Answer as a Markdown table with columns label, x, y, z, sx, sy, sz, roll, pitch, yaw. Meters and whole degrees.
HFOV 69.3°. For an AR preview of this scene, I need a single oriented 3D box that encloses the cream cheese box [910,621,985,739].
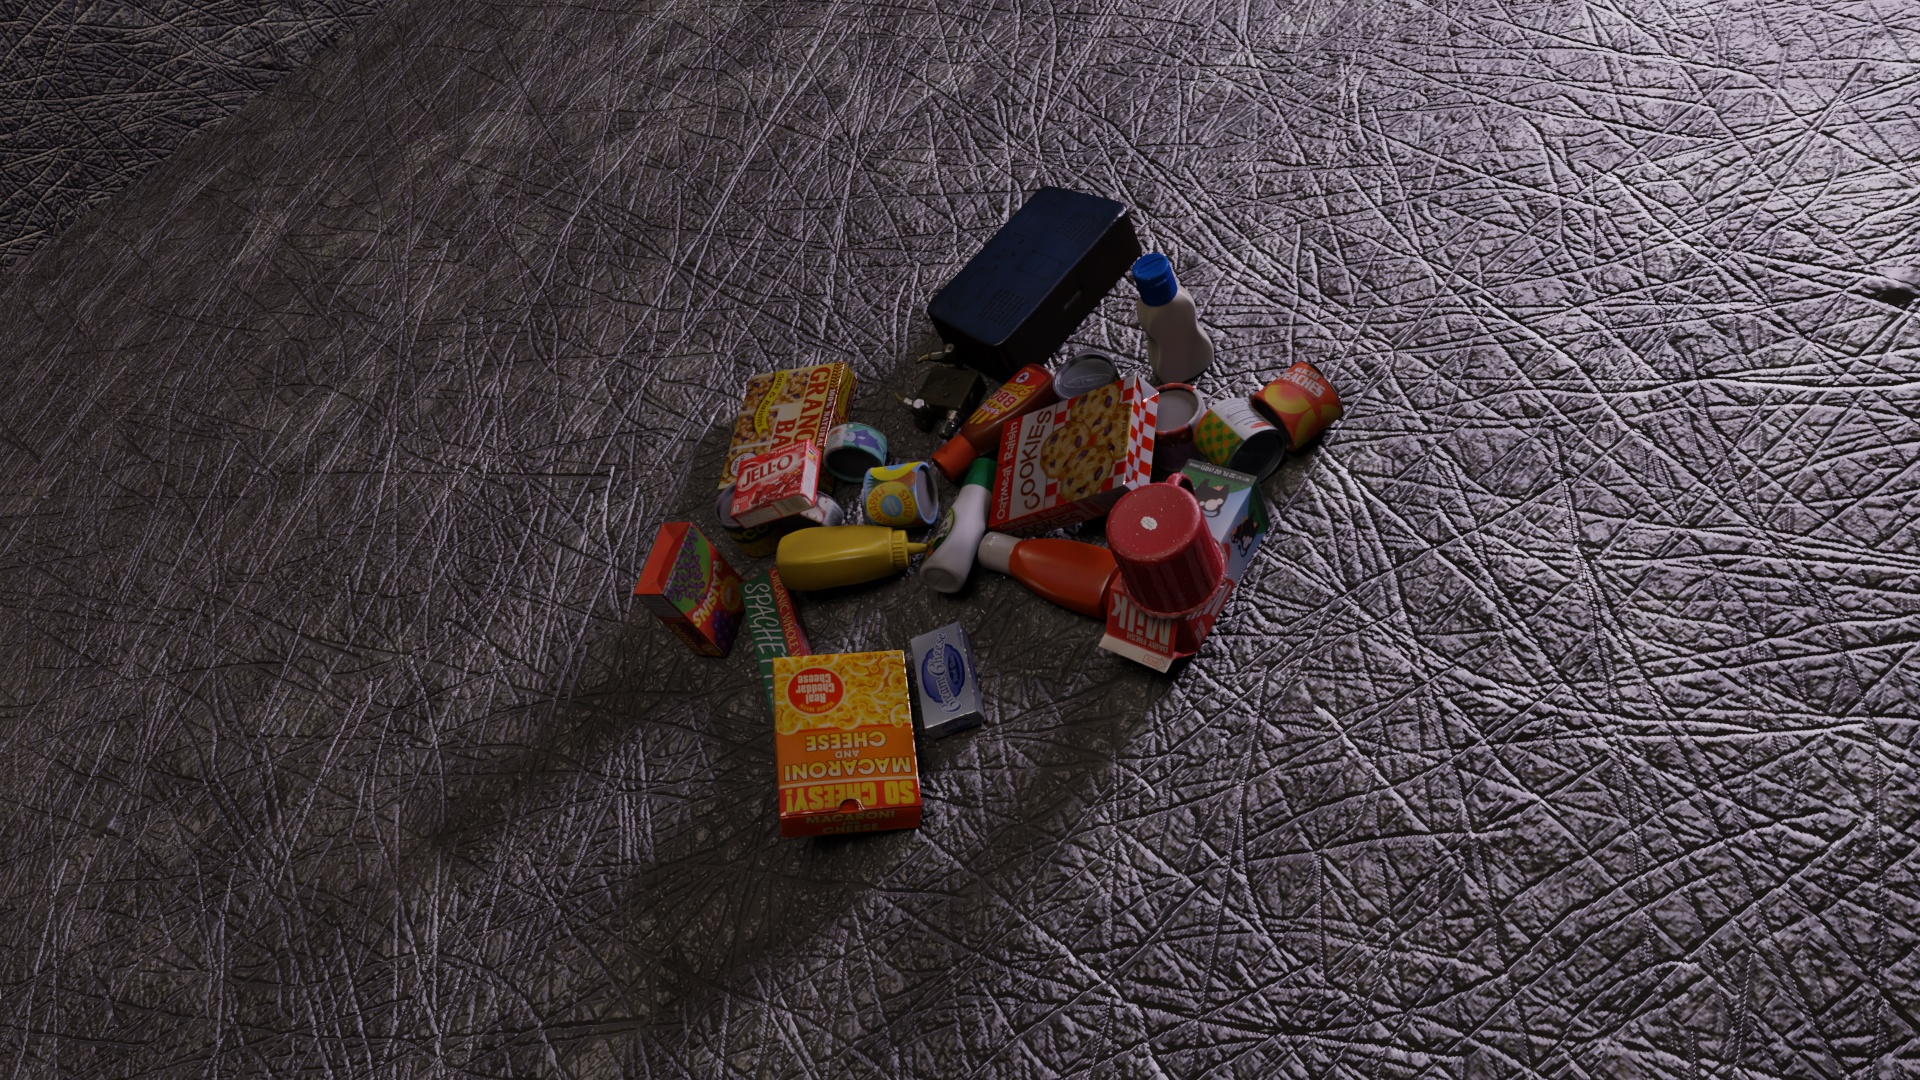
| label | x | y | z | sx | sy | sz | roll | pitch | yaw |
| --- | --- | --- | --- | --- | --- | --- | --- | --- | --- |
| cream cheese box | -0.013 | 0.129 | 1.284 | 0.053 | 0.024 | 0.104 | -21 | 49 | 10 |

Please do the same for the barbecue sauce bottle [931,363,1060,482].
| label | x | y | z | sx | sy | sz | roll | pitch | yaw |
| --- | --- | --- | --- | --- | --- | --- | --- | --- | --- |
| barbecue sauce bottle | 0.036 | -0.120 | 1.437 | 0.149 | 0.043 | 0.065 | -41 | 32 | -8 |

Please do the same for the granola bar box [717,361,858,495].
| label | x | y | z | sx | sy | sz | roll | pitch | yaw |
| --- | --- | --- | --- | --- | --- | --- | --- | --- | --- |
| granola bar box | -0.190 | -0.118 | 1.544 | 0.124 | 0.039 | 0.166 | -6 | 53 | 21 |

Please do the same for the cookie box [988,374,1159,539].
| label | x | y | z | sx | sy | sz | roll | pitch | yaw |
| --- | --- | --- | --- | --- | --- | --- | --- | --- | --- |
| cookie box | 0.106 | -0.077 | 1.332 | 0.167 | 0.040 | 0.123 | -17 | 53 | 40 |

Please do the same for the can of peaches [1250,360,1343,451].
| label | x | y | z | sx | sy | sz | roll | pitch | yaw |
| --- | --- | --- | --- | --- | --- | --- | --- | --- | --- |
| can of peaches | 0.314 | -0.126 | 1.299 | 0.058 | 0.071 | 0.071 | -36 | 48 | -3 |

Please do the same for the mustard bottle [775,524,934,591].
| label | x | y | z | sx | sy | sz | roll | pitch | yaw |
| --- | --- | --- | --- | --- | --- | --- | --- | --- | --- |
| mustard bottle | -0.102 | 0.015 | 1.389 | 0.160 | 0.048 | 0.066 | -5 | 36 | 7 |

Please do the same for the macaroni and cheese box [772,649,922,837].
| label | x | y | z | sx | sy | sz | roll | pitch | yaw |
| --- | --- | --- | --- | --- | --- | --- | --- | --- | --- |
| macaroni and cheese box | -0.105 | 0.179 | 1.248 | 0.124 | 0.040 | 0.167 | -3 | 50 | -8 |

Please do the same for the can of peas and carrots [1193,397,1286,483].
| label | x | y | z | sx | sy | sz | roll | pitch | yaw |
| --- | --- | --- | --- | --- | --- | --- | --- | --- | --- |
| can of peas and carrots | 0.260 | -0.089 | 1.300 | 0.071 | 0.070 | 0.059 | -35 | 48 | -3 |

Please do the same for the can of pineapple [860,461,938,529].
| label | x | y | z | sx | sy | sz | roll | pitch | yaw |
| --- | --- | --- | --- | --- | --- | --- | --- | --- | --- |
| can of pineapple | -0.061 | -0.044 | 1.409 | 0.058 | 0.070 | 0.071 | -7 | 53 | 20 |

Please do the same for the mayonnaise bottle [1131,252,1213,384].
| label | x | y | z | sx | sy | sz | roll | pitch | yaw |
| --- | --- | --- | --- | --- | --- | --- | --- | --- | --- |
| mayonnaise bottle | 0.205 | -0.219 | 1.367 | 0.065 | 0.147 | 0.041 | -29 | 48 | 2 |

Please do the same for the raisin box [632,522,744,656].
| label | x | y | z | sx | sy | sz | roll | pitch | yaw |
| --- | --- | --- | --- | --- | --- | --- | --- | --- | --- |
| raisin box | -0.266 | 0.050 | 1.395 | 0.040 | 0.123 | 0.086 | -2 | 54 | 26 |

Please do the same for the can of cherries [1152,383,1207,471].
| label | x | y | z | sx | sy | sz | roll | pitch | yaw |
| --- | --- | --- | --- | --- | --- | --- | --- | --- | --- |
| can of cherries | 0.206 | -0.109 | 1.343 | 0.071 | 0.058 | 0.072 | -12 | 51 | 16 |

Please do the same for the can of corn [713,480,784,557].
| label | x | y | z | sx | sy | sz | roll | pitch | yaw |
| --- | --- | --- | --- | --- | --- | --- | --- | --- | --- |
| can of corn | -0.217 | -0.023 | 1.471 | 0.071 | 0.058 | 0.071 | -12 | 51 | 16 |

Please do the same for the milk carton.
| label | x | y | z | sx | sy | sz | roll | pitch | yaw |
| --- | --- | --- | --- | --- | --- | --- | --- | --- | --- |
| milk carton | 0.197 | 0.028 | 1.232 | 0.072 | 0.073 | 0.191 | 20 | 65 | 34 |

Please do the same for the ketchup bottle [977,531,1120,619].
| label | x | y | z | sx | sy | sz | roll | pitch | yaw |
| --- | --- | --- | --- | --- | --- | --- | --- | --- | --- |
| ketchup bottle | 0.086 | 0.026 | 1.305 | 0.149 | 0.043 | 0.065 | 17 | 63 | 34 |

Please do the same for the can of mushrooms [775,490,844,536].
| label | x | y | z | sx | sy | sz | roll | pitch | yaw |
| --- | --- | --- | --- | --- | --- | --- | --- | --- | --- |
| can of mushrooms | -0.158 | -0.023 | 1.438 | 0.071 | 0.070 | 0.033 | 2 | 58 | 26 |

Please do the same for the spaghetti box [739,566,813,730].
| label | x | y | z | sx | sy | sz | roll | pitch | yaw |
| --- | --- | --- | --- | --- | --- | --- | --- | --- | --- |
| spaghetti box | -0.168 | 0.127 | 1.354 | 0.050 | 0.028 | 0.251 | -25 | 49 | 4 |

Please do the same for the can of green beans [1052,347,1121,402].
| label | x | y | z | sx | sy | sz | roll | pitch | yaw |
| --- | --- | --- | --- | --- | --- | --- | --- | --- | --- |
| can of green beans | 0.133 | -0.148 | 1.406 | 0.071 | 0.057 | 0.071 | -13 | 51 | 16 |

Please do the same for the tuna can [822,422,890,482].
| label | x | y | z | sx | sy | sz | roll | pitch | yaw |
| --- | --- | --- | --- | --- | --- | --- | --- | --- | --- |
| tuna can | -0.109 | -0.091 | 1.472 | 0.071 | 0.071 | 0.033 | -6 | 54 | 21 |

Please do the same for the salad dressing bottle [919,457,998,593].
| label | x | y | z | sx | sy | sz | roll | pitch | yaw |
| --- | --- | --- | --- | --- | --- | --- | --- | --- | --- |
| salad dressing bottle | 0.005 | -0.017 | 1.368 | 0.044 | 0.064 | 0.148 | 28 | 54 | -6 |
